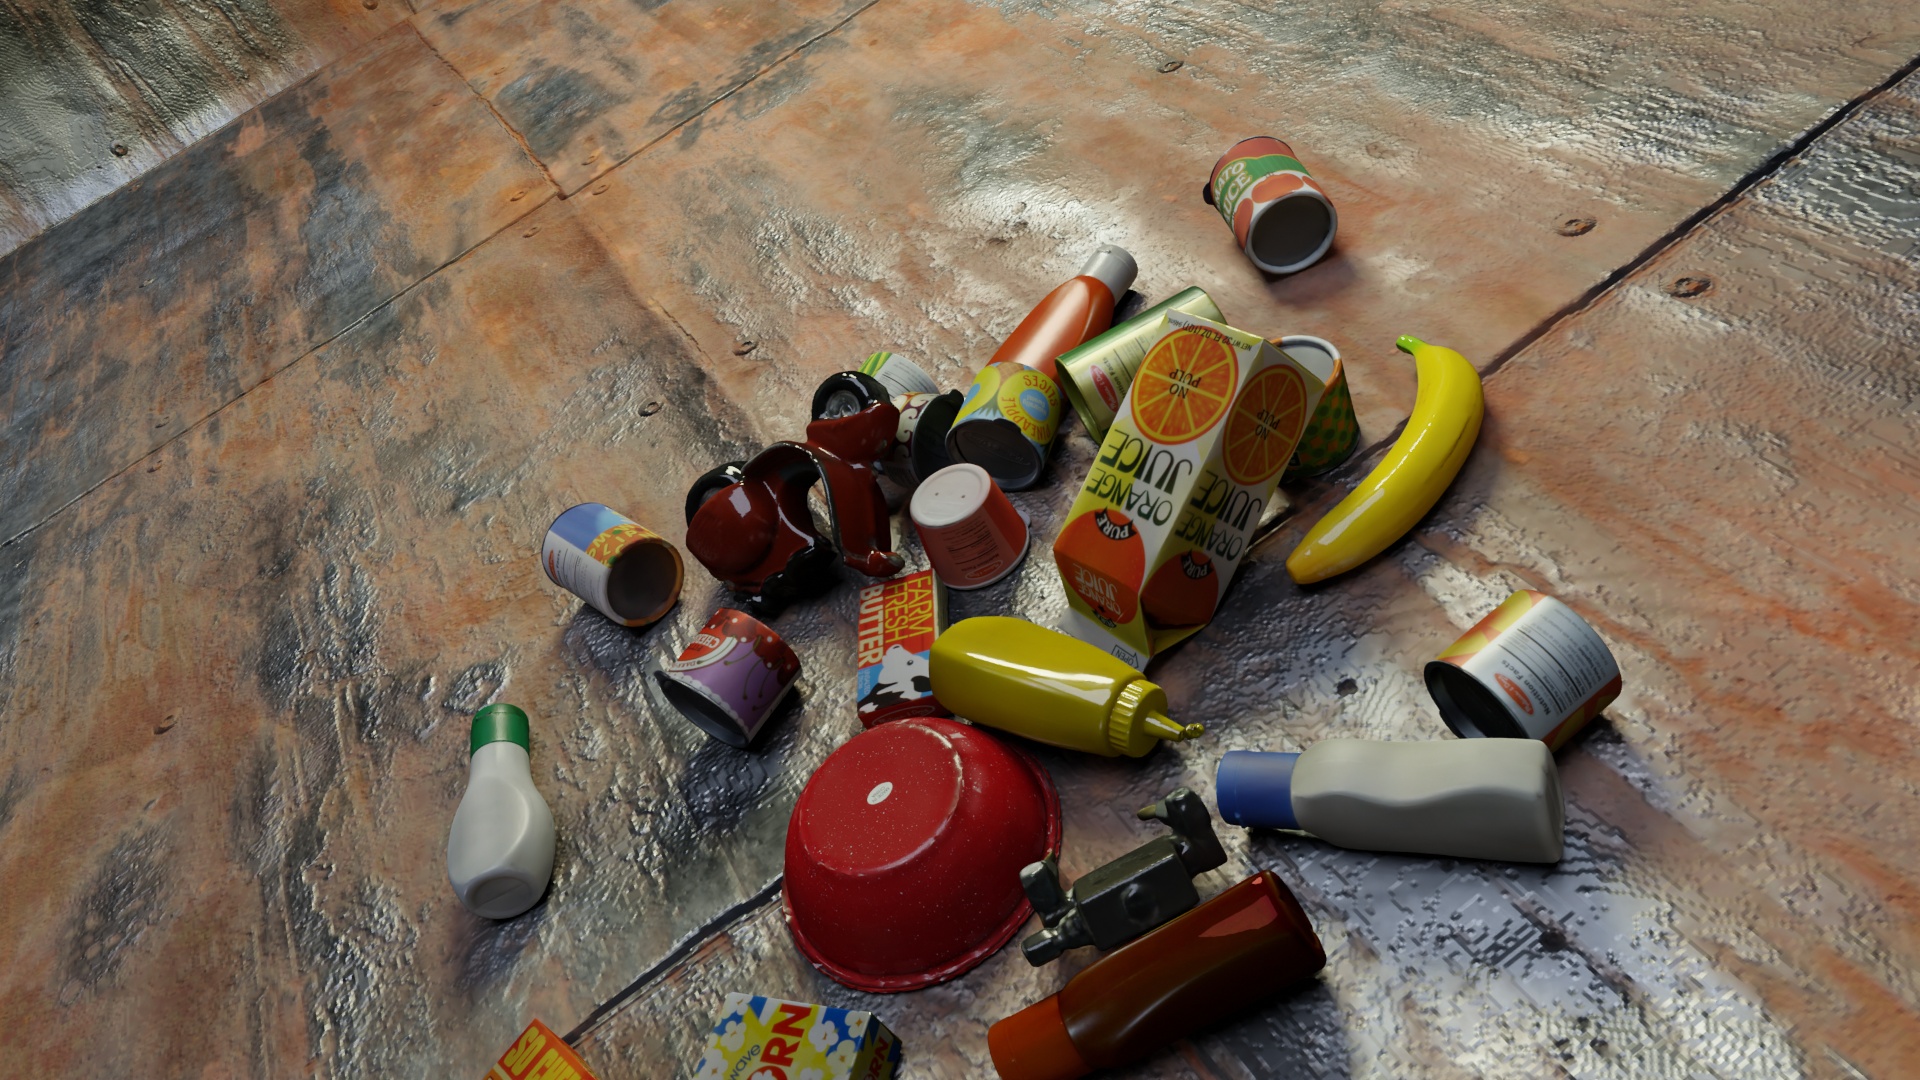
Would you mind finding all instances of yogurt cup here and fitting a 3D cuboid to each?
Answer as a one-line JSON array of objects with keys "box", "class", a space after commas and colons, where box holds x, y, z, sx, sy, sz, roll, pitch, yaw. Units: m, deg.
[{"box": [0.003, -0.011, 0.871, 0.072, 0.053, 0.073, -16, 43, 15], "class": "yogurt cup"}]

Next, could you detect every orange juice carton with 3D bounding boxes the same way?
[{"box": [0.118, -0.023, 0.775, 0.072, 0.073, 0.192, 29, 95, 44], "class": "orange juice carton"}]

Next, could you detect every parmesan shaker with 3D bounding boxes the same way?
[{"box": [0.123, -0.111, 0.903, 0.103, 0.071, 0.071, -28, 41, -1], "class": "parmesan shaker"}]

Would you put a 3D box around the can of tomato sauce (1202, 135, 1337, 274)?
[{"box": [0.216, -0.235, 0.974, 0.071, 0.071, 0.083, -22, 42, 7], "class": "can of tomato sauce"}]

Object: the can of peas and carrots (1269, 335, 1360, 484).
[{"box": [0.199, -0.079, 0.830, 0.071, 0.058, 0.071, -16, 42, 15], "class": "can of peas and carrots"}]

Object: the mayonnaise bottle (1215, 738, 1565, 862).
[{"box": [0.193, 0.116, 0.634, 0.148, 0.064, 0.041, -3, 48, 31], "class": "mayonnaise bottle"}]

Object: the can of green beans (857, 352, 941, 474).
[{"box": [-0.054, -0.090, 0.974, 0.071, 0.071, 0.058, 12, 54, 37], "class": "can of green beans"}]

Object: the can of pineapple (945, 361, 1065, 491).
[{"box": [0.031, -0.076, 0.911, 0.071, 0.070, 0.058, 0, 48, 29], "class": "can of pineapple"}]

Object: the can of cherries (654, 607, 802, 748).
[{"box": [-0.140, 0.081, 0.842, 0.071, 0.071, 0.058, 14, 55, 38], "class": "can of cherries"}]

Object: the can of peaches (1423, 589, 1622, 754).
[{"box": [0.260, 0.065, 0.646, 0.058, 0.071, 0.071, -37, 41, -10], "class": "can of peaches"}]

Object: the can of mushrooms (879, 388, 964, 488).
[{"box": [-0.023, -0.069, 0.934, 0.033, 0.070, 0.071, 9, 53, 37], "class": "can of mushrooms"}]

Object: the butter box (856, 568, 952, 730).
[{"box": [-0.034, 0.066, 0.836, 0.053, 0.024, 0.104, -17, 42, 12], "class": "butter box"}]

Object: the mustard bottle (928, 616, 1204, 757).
[{"box": [0.058, 0.083, 0.742, 0.160, 0.048, 0.065, 16, 29, 37], "class": "mustard bottle"}]

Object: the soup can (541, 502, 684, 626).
[{"box": [-0.240, 0.015, 0.970, 0.084, 0.071, 0.071, 23, 62, 42], "class": "soup can"}]

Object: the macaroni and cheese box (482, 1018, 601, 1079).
[{"box": [-0.226, 0.319, 0.644, 0.167, 0.040, 0.123, -49, 25, -23], "class": "macaroni and cheese box"}]

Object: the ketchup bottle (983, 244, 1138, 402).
[{"box": [0.076, -0.151, 0.983, 0.065, 0.043, 0.149, 14, 55, 37], "class": "ketchup bottle"}]

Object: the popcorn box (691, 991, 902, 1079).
[{"box": [-0.089, 0.278, 0.637, 0.085, 0.038, 0.127, -3, 47, 29], "class": "popcorn box"}]

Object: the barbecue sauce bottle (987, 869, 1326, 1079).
[{"box": [0.084, 0.198, 0.610, 0.148, 0.064, 0.044, -31, 51, 10], "class": "barbecue sauce bottle"}]

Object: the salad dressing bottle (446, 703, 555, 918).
[{"box": [-0.284, 0.162, 0.860, 0.064, 0.043, 0.148, -28, 40, 3], "class": "salad dressing bottle"}]
